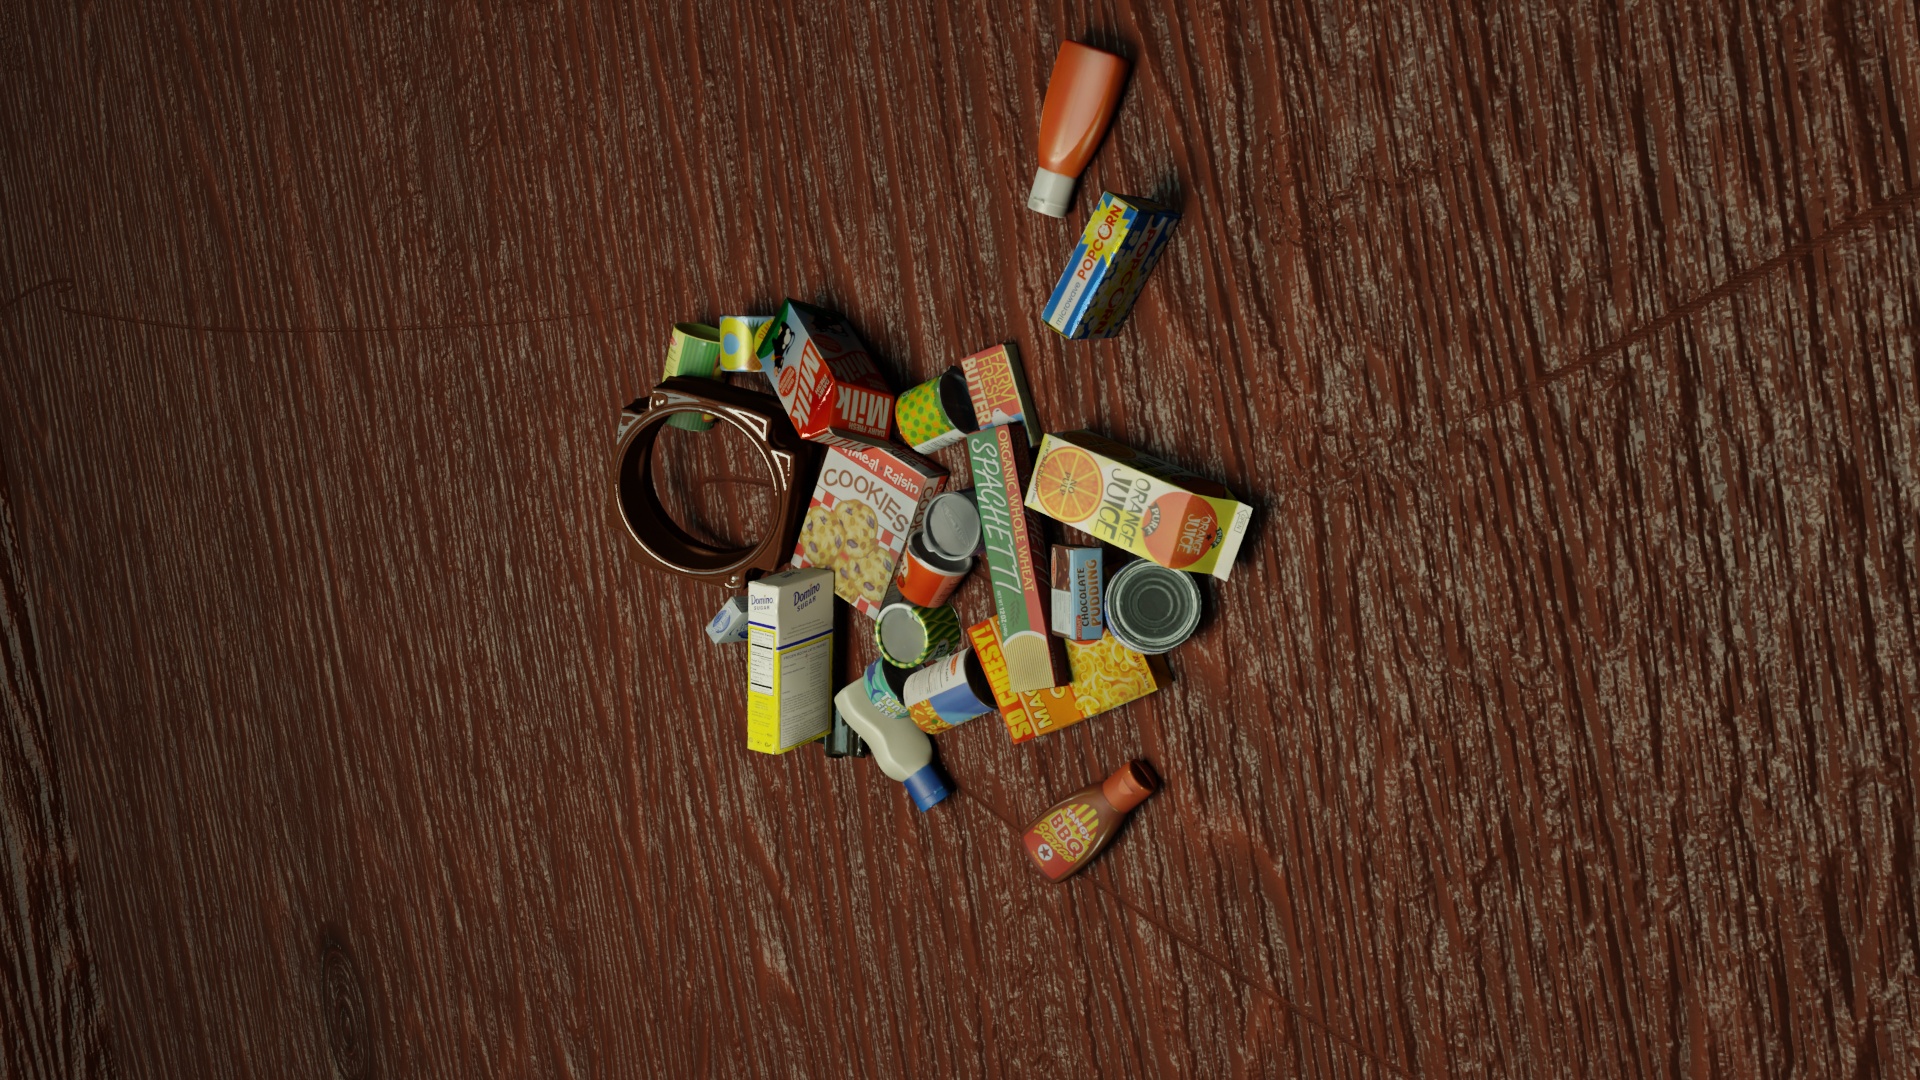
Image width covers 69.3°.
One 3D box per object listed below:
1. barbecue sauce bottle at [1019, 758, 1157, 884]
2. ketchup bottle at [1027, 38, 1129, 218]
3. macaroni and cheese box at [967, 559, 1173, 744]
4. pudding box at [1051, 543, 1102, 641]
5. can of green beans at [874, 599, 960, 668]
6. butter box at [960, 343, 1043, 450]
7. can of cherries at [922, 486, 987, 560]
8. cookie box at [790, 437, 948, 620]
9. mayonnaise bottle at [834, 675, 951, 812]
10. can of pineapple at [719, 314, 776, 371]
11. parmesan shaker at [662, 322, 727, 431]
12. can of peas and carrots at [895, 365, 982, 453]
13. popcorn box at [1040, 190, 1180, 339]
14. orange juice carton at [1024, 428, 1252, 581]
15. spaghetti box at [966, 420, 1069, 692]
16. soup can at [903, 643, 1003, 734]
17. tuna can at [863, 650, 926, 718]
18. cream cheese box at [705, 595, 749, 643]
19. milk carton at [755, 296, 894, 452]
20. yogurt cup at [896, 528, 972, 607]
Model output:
[{"bbox_3d":[0.123,0.261,1.308,0.148,0.044,0.065,-46,70,29],"label":"barbecue sauce bottle"},{"bbox_3d":[0.098,-0.364,1.236,0.065,0.044,0.148,29,112,28],"label":"ketchup bottle"},{"bbox_3d":[0.101,0.107,1.303,0.166,0.040,0.124,-27,80,33],"label":"macaroni and cheese box"},{"bbox_3d":[0.104,0.045,1.238,0.049,0.030,0.083,-172,81,-70],"label":"pudding box"},{"bbox_3d":[-0.043,0.090,1.385,0.071,0.058,0.071,6,100,33],"label":"can of green beans"},{"bbox_3d":[0.039,-0.132,1.320,0.053,0.024,0.103,-17,87,34],"label":"butter box"},{"bbox_3d":[0.005,-0.017,1.339,0.071,0.058,0.071,6,101,32],"label":"can of cherries"},{"bbox_3d":[-0.094,-0.022,1.415,0.123,0.040,0.166,32,114,26],"label":"cookie box"},{"bbox_3d":[-0.065,0.206,1.416,0.148,0.065,0.041,56,143,10],"label":"mayonnaise bottle"},{"bbox_3d":[-0.217,-0.207,1.455,0.071,0.071,0.057,7,101,33],"label":"can of pineapple"},{"bbox_3d":[-0.289,-0.178,1.509,0.071,0.071,0.102,27,112,28],"label":"parmesan shaker"},{"bbox_3d":[-0.021,-0.125,1.336,0.058,0.071,0.071,-21,85,35],"label":"can of peas and carrots"},{"bbox_3d":[0.130,-0.237,1.207,0.038,0.085,0.126,39,116,24],"label":"popcorn box"},{"bbox_3d":[0.161,-0.032,1.224,0.193,0.073,0.071,25,110,28],"label":"orange juice carton"},{"bbox_3d":[0.052,0.015,1.286,0.050,0.029,0.250,-13,84,34],"label":"spaghetti box"},{"bbox_3d":[-0.002,0.149,1.364,0.083,0.071,0.071,-28,81,34],"label":"soup can"},{"bbox_3d":[-0.063,0.146,1.400,0.032,0.071,0.071,-38,76,33],"label":"tuna can"},{"bbox_3d":[-0.214,0.081,1.471,0.053,0.104,0.024,-48,64,28],"label":"cream cheese box"},{"bbox_3d":[-0.128,-0.151,1.358,0.073,0.072,0.191,-57,44,26],"label":"milk carton"},{"bbox_3d":[-0.028,0.029,1.365,0.072,0.073,0.053,41,125,22],"label":"yogurt cup"}]
